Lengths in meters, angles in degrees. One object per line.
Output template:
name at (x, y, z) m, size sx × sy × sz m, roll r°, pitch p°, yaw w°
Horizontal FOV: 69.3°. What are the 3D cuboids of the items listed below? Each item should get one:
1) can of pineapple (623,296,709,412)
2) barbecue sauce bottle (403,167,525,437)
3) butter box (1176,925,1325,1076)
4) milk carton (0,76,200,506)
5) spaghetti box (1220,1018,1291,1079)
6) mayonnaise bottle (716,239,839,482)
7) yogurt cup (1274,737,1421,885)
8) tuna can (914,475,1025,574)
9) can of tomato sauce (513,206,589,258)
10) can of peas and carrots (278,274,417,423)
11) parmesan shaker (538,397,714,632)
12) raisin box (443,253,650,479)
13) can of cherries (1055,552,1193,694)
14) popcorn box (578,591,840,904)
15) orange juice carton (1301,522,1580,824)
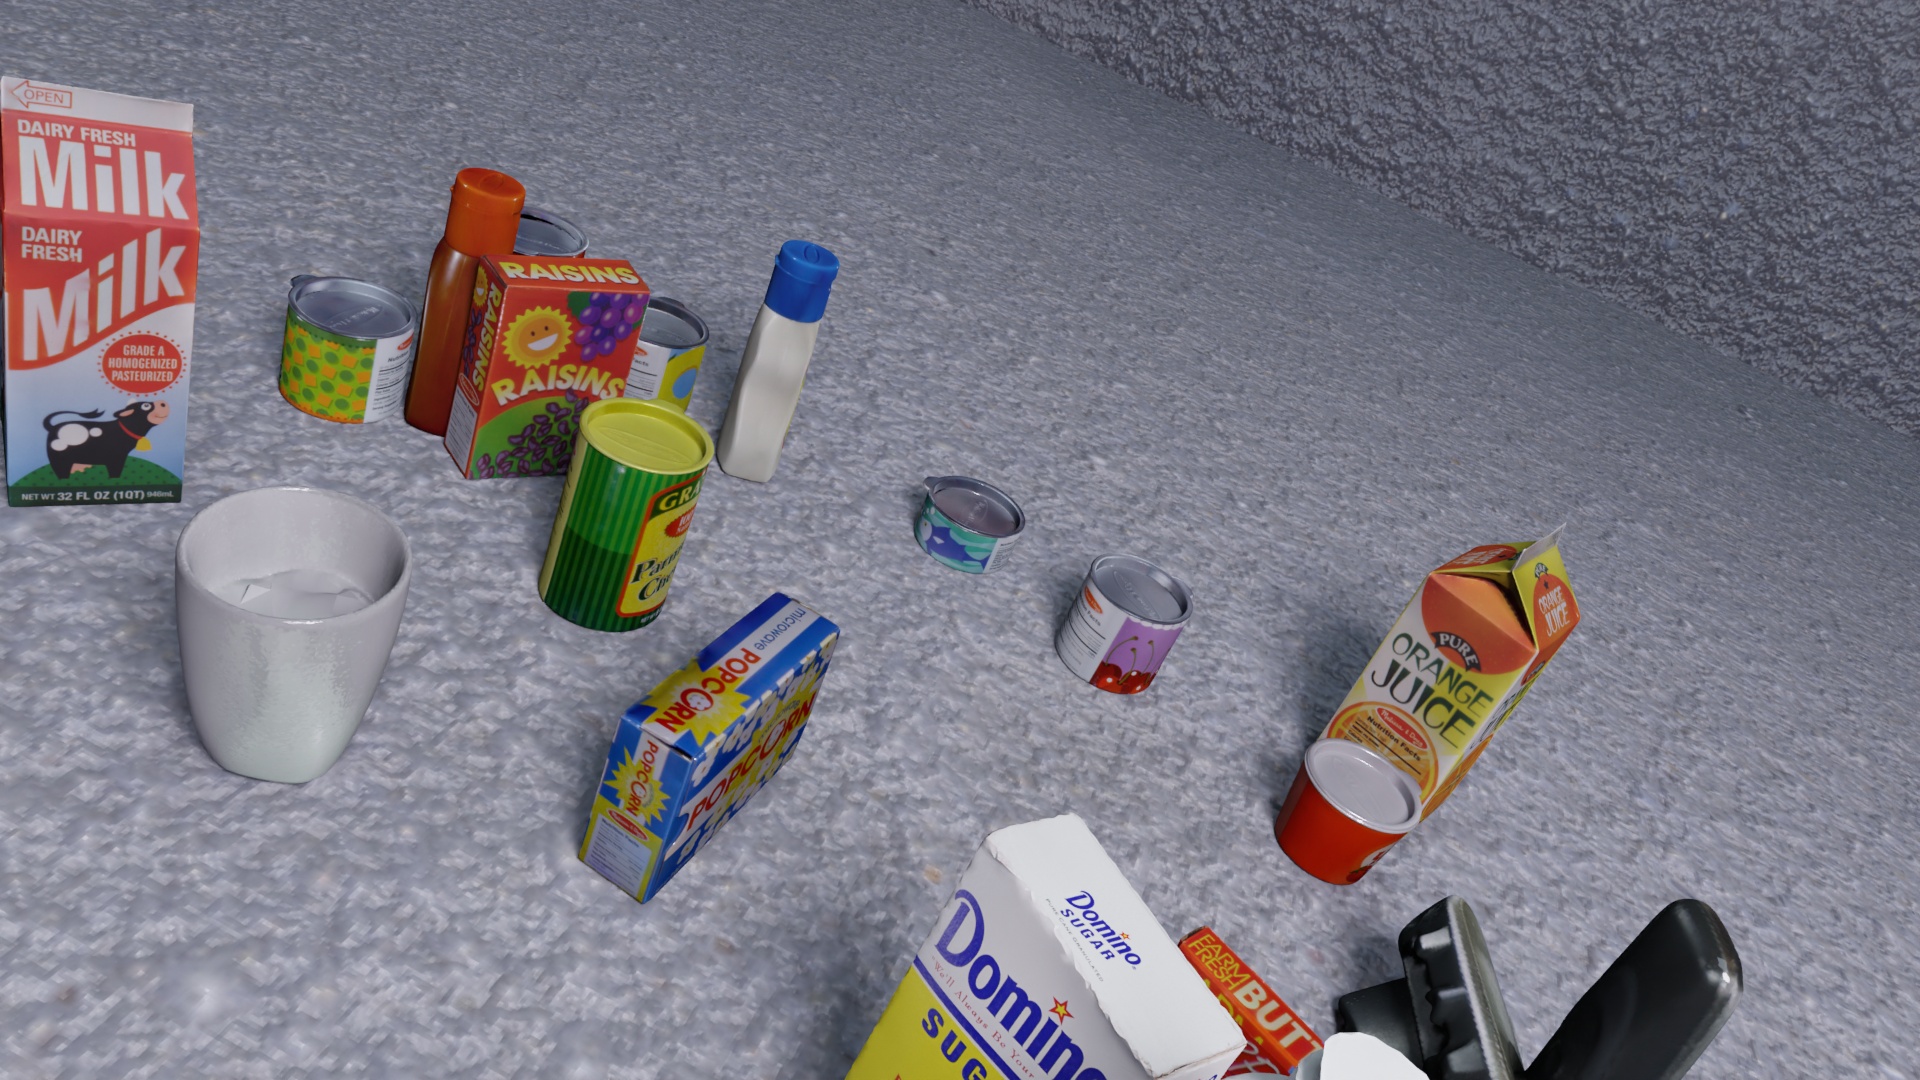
can of pineapple at (-0.201, -0.118, 0.897) m, size 0.071 × 0.057 × 0.071 m, roll 17°, pitch 31°, yaw -11°
barbecue sauce bottle at (-0.277, -0.134, 0.780) m, size 0.044 × 0.147 × 0.065 m, roll 18°, pitch 30°, yaw -9°
butter box at (0.124, 0.220, 0.591) m, size 0.024 × 0.052 × 0.104 m, roll -11°, pitch 45°, yaw -45°
milk carton at (-0.391, -0.113, 0.627) m, size 0.072 × 0.189 × 0.074 m, roll -2°, pitch 38°, yaw -37°
spaghetti box at (0.148, 0.265, 0.541) m, size 0.250 × 0.050 × 0.029 m, roll 41°, pitch 34°, yaw 27°
mayonnaise bottle at (-0.113, -0.111, 0.857) m, size 0.041 × 0.147 × 0.065 m, roll 14°, pitch 31°, yaw -16°
yogurt cup at (0.208, 0.150, 0.759) m, size 0.072 × 0.053 × 0.073 m, roll 17°, pitch 31°, yaw -11°
tuna can at (0.003, -0.011, 0.893) m, size 0.071 × 0.032 × 0.071 m, roll 17°, pitch 31°, yaw -11°
can of tomato sauce at (-0.279, -0.161, 0.886) m, size 0.071 × 0.082 × 0.071 m, roll 17°, pitch 31°, yaw -11°
can of peas and carrots at (-0.347, -0.108, 0.780) m, size 0.071 × 0.058 × 0.071 m, roll 17°, pitch 31°, yaw -11°
parmesan shaker at (-0.170, -0.013, 0.708) m, size 0.071 × 0.102 × 0.072 m, roll 17°, pitch 31°, yaw -11°
raisin box at (-0.232, -0.096, 0.777) m, size 0.086 × 0.122 × 0.040 m, roll -5°, pitch 41°, yaw -40°
can of cherries at (0.100, 0.051, 0.837) m, size 0.071 × 0.058 × 0.072 m, roll 17°, pitch 31°, yaw -11°
popcorn box at (-0.107, 0.087, 0.611) m, size 0.038 × 0.084 × 0.127 m, roll 30°, pitch 31°, yaw 11°
orange juice carton at (0.282, 0.073, 0.794) m, size 0.073 × 0.191 × 0.072 m, roll 40°, pitch 34°, yaw 27°
